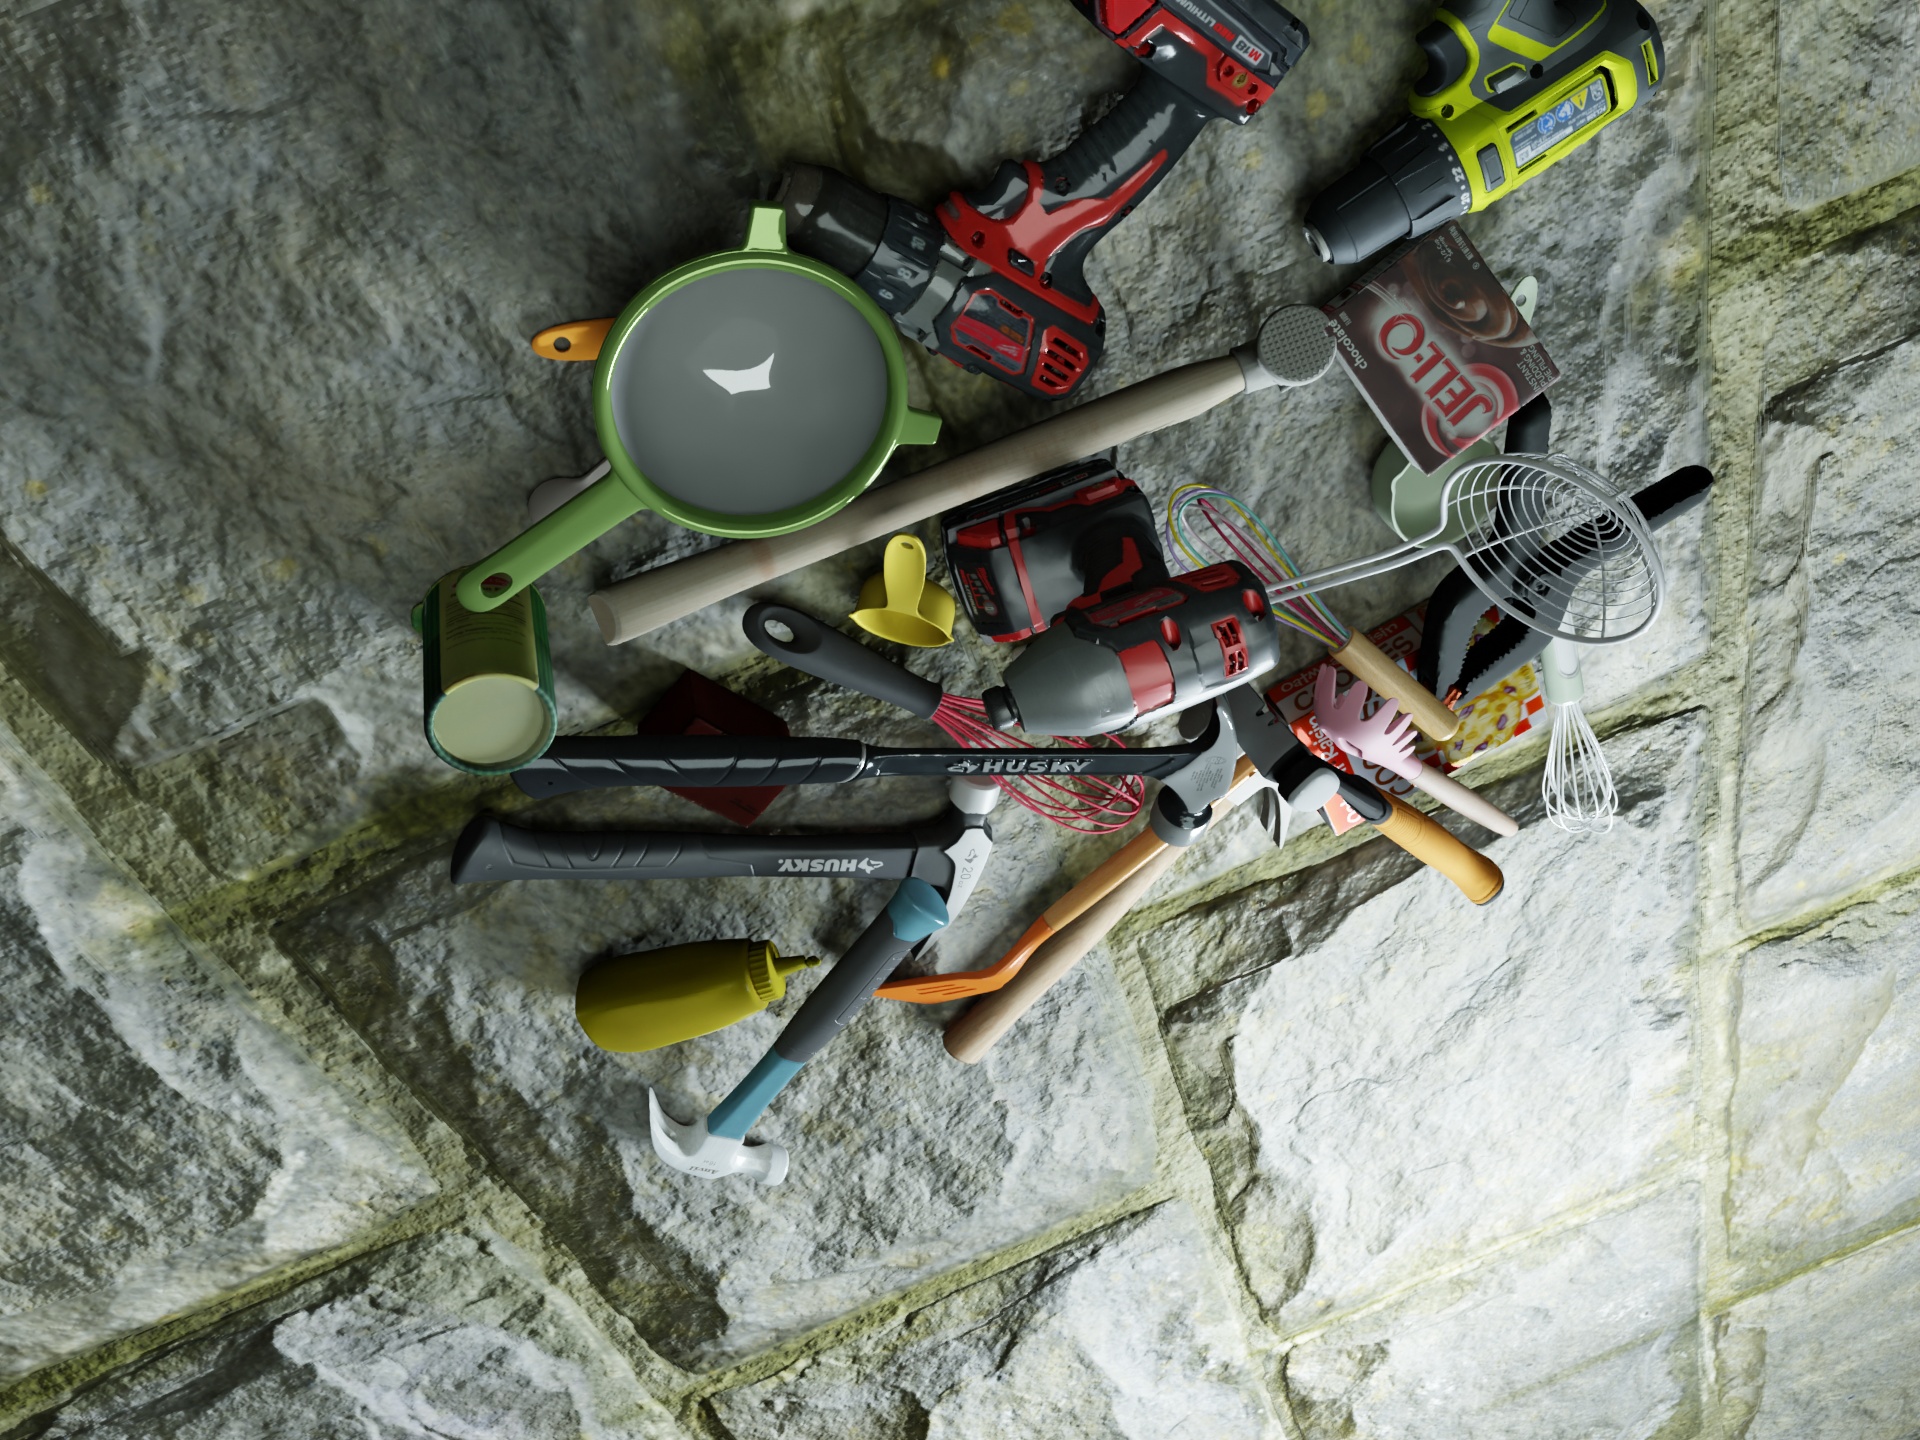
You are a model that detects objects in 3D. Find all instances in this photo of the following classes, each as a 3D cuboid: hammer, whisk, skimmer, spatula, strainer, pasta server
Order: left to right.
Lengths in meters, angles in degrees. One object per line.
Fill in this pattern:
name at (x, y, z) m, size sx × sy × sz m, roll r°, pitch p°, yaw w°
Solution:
strainer at (-0.148, -0.142, 0.790) m, size 0.256 × 0.069 × 0.151 m, roll -32°, pitch 130°, yaw 12°
hammer at (-0.145, 0.089, 1.001) m, size 0.334 × 0.035 × 0.146 m, roll 2°, pitch 125°, yaw -20°
hammer at (-0.107, 0.217, 1.083) m, size 0.128 × 0.033 × 0.331 m, roll 19°, pitch 127°, yaw -29°
hammer at (-0.042, 0.021, 0.887) m, size 0.409 × 0.036 × 0.149 m, roll 0°, pitch 145°, yaw -9°
hammer at (-0.005, -0.127, 0.856) m, size 0.410 × 0.146 × 0.038 m, roll -20°, pitch 96°, yaw 8°
whisk at (-0.002, -0.003, 0.964) m, size 0.295 × 0.073 × 0.073 m, roll 25°, pitch 115°, yaw -26°
spatula at (0.073, 0.112, 1.058) m, size 0.322 × 0.041 × 0.081 m, roll -41°, pitch 146°, yaw 20°
hammer at (0.105, 0.129, 1.118) m, size 0.130 × 0.031 × 0.331 m, roll 29°, pitch 113°, yaw -33°
skimmer at (0.192, -0.058, 0.884) m, size 0.363 × 0.090 × 0.127 m, roll -15°, pitch 128°, yaw 23°
whisk at (0.219, -0.065, 0.968) m, size 0.244 × 0.047 × 0.051 m, roll 36°, pitch 124°, yaw -19°
hammer at (0.268, 0.053, 1.034) m, size 0.034 × 0.127 × 0.336 m, roll -46°, pitch 137°, yaw 15°
pasta server at (0.310, 0.031, 1.041) m, size 0.316 × 0.060 × 0.040 m, roll 24°, pitch 96°, yaw -49°
whisk at (0.424, -0.012, 1.111) m, size 0.058 × 0.059 × 0.246 m, roll -32°, pitch 126°, yaw -10°

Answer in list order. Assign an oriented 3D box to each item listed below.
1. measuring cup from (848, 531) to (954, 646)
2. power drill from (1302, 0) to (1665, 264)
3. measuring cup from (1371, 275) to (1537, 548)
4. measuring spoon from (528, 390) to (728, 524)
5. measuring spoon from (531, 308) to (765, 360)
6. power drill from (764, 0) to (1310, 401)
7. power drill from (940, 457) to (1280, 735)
measuring cup at (-0.028, -0.079, 0.864) m, size 0.062 × 0.029 × 0.156 m, roll 14°, pitch 163°, yaw 1°
power drill at (0.229, -0.347, 0.770) m, size 0.190 × 0.080 × 0.228 m, roll -32°, pitch 132°, yaw 6°
measuring cup at (0.297, -0.185, 0.944) m, size 0.083 × 0.038 × 0.167 m, roll 4°, pitch 118°, yaw -23°
measuring spoon at (-0.172, -0.133, 0.833) m, size 0.124 × 0.018 × 0.034 m, roll -33°, pitch 129°, yaw 6°
measuring spoon at (-0.155, -0.192, 0.798) m, size 0.117 × 0.011 × 0.021 m, roll -8°, pitch 128°, yaw -13°
power drill at (0.032, -0.277, 0.759) m, size 0.187 × 0.080 × 0.226 m, roll 22°, pitch 120°, yaw -31°
power drill at (0.063, -0.059, 0.830) m, size 0.143 × 0.220 × 0.078 m, roll -21°, pitch 116°, yaw -3°
